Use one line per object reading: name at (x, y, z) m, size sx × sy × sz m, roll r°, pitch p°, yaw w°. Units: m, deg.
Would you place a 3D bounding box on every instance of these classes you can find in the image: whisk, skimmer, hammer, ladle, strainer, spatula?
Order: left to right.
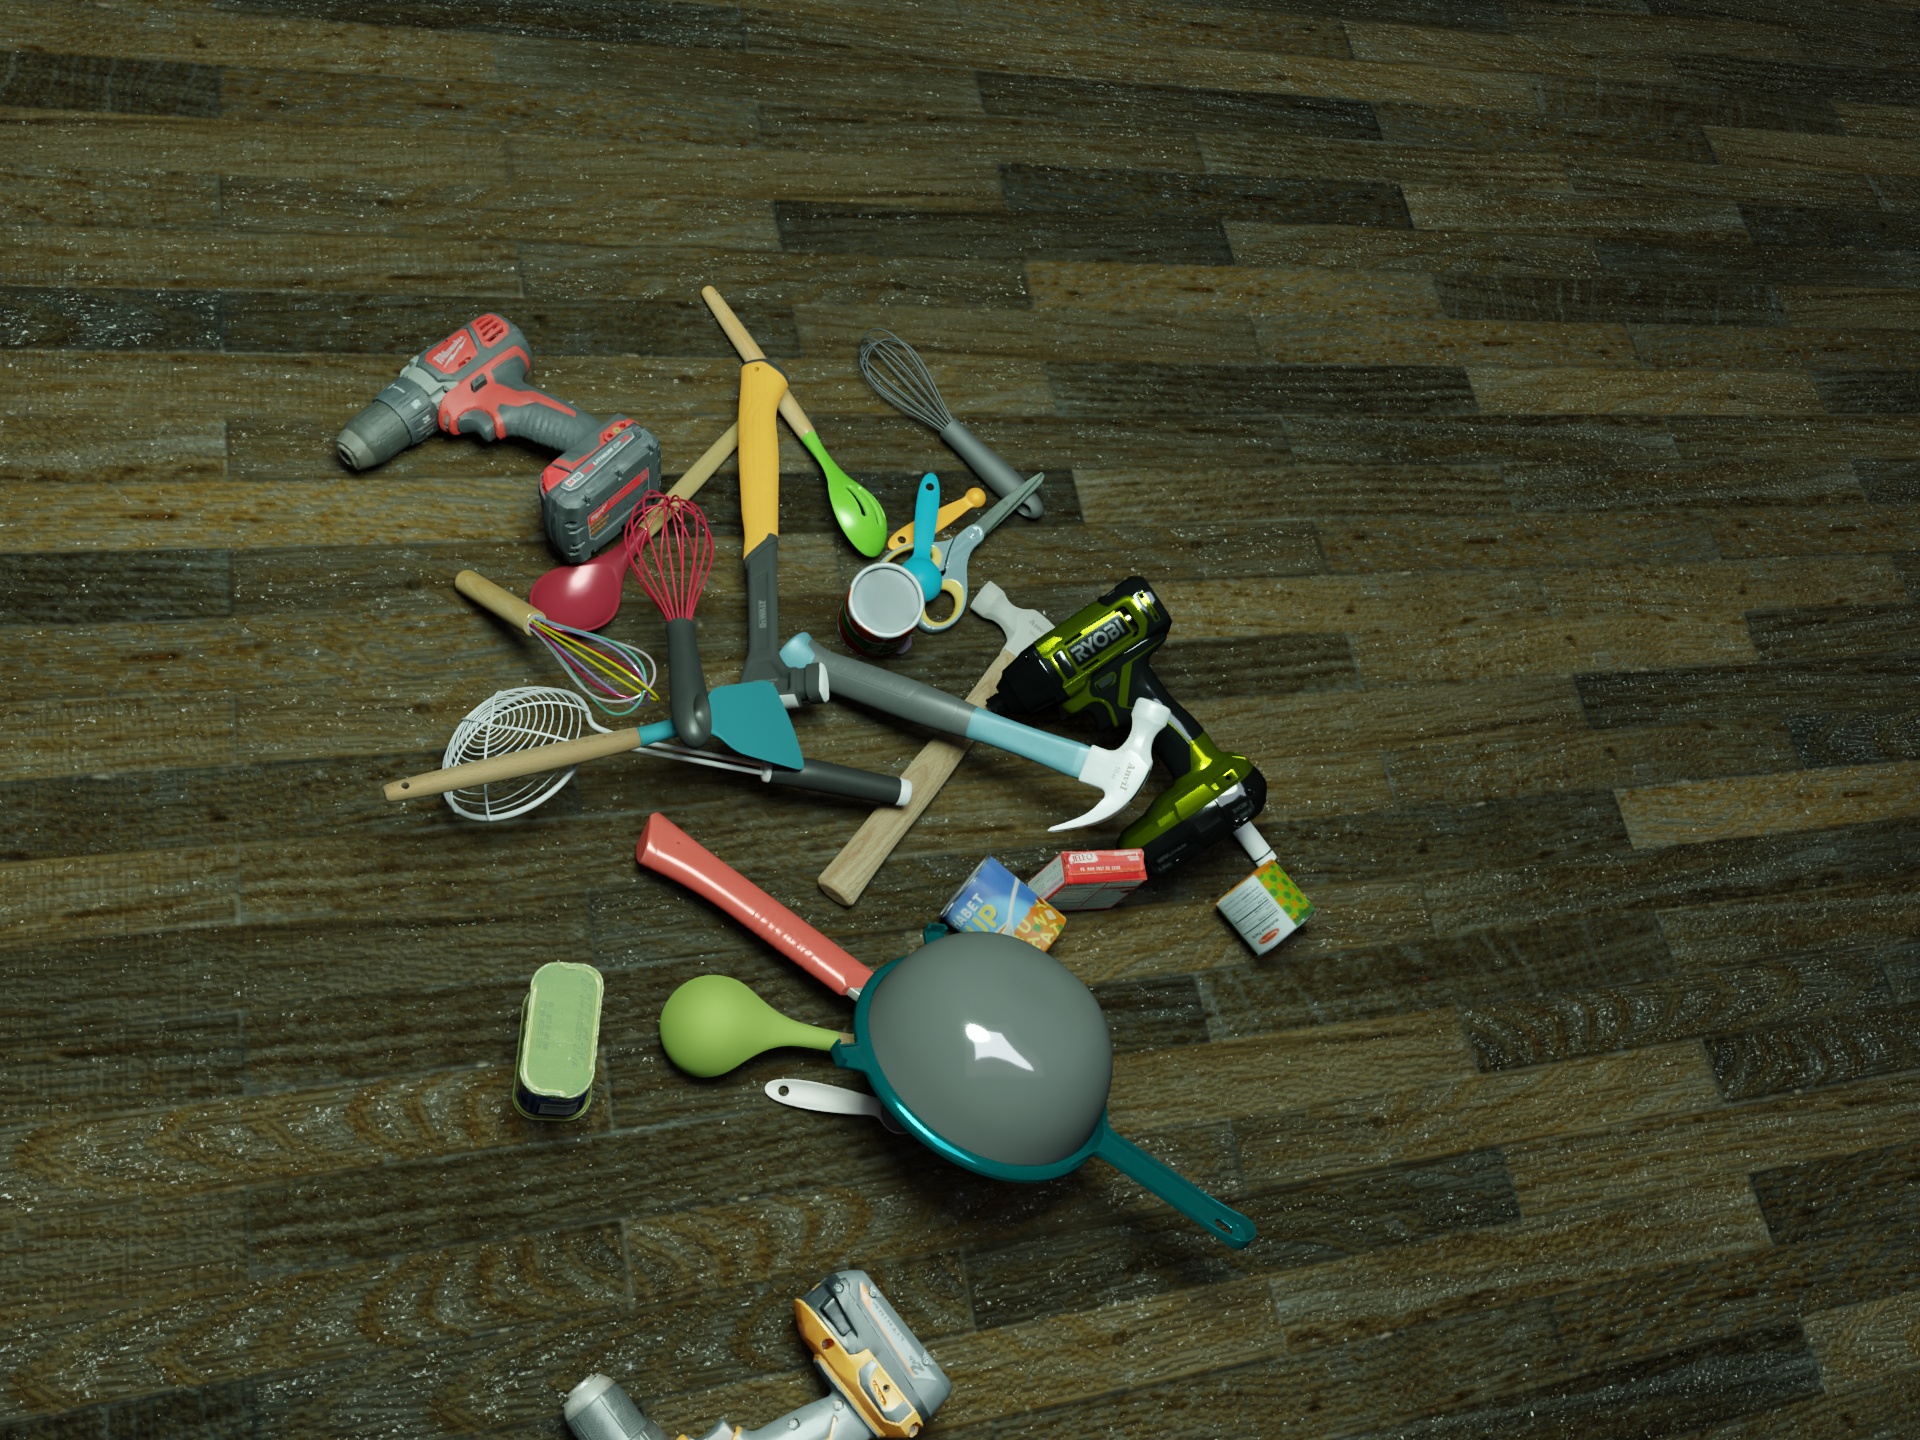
whisk at (-0.319, -0.065, 1.249) m, size 0.245 × 0.051 × 0.047 m, roll 28°, pitch 14°, yaw 33°
spatula at (-0.268, 0.025, 1.192) m, size 0.317 × 0.044 × 0.082 m, roll -13°, pitch 68°, yaw -26°
ladle at (-0.261, -0.181, 1.383) m, size 0.069 × 0.031 × 0.315 m, roll 34°, pitch 59°, yaw 4°
whisk at (-0.224, -0.086, 1.258) m, size 0.073 × 0.073 × 0.296 m, roll 1°, pitch 44°, yaw -18°
skimmer at (-0.222, 0.046, 1.273) m, size 0.363 × 0.090 × 0.127 m, roll 11°, pitch 45°, yaw -19°
hammer at (-0.180, -0.165, 1.370) m, size 0.127 × 0.034 × 0.337 m, roll -5°, pitch 67°, yaw 4°
hammer at (-0.101, 0.184, 1.246) m, size 0.359 × 0.036 × 0.149 m, roll 35°, pitch 31°, yaw 8°
ladle at (-0.076, 0.258, 1.245) m, size 0.320 × 0.062 × 0.078 m, roll 14°, pitch 63°, yaw -19°
hammer at (-0.012, 0.028, 1.367) m, size 0.130 × 0.031 × 0.331 m, roll 37°, pitch 62°, yaw 1°
whisk at (-0.009, -0.277, 1.496) m, size 0.239 × 0.055 × 0.055 m, roll 45°, pitch 61°, yaw 0°
hammer at (-0.002, -0.004, 1.321) m, size 0.331 × 0.033 × 0.128 m, roll 20°, pitch 88°, yaw 14°
strainer at (0.087, 0.262, 1.167) m, size 0.340 × 0.095 × 0.211 m, roll 33°, pitch 30°, yaw 7°
strainer at (0.208, 0.041, 1.427) m, size 0.258 × 0.050 × 0.087 m, roll 53°, pitch 19°, yaw 3°

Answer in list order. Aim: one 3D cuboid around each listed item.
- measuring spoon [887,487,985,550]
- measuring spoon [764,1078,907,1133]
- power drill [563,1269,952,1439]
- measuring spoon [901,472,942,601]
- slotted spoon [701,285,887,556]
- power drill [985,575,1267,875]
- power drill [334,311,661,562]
measuring spoon at (-0.021, -0.187, 1.471) m, size 0.117 × 0.011 × 0.021 m, roll -33°, pitch 80°, yaw -27°
measuring spoon at (-0.091, 0.296, 1.235) m, size 0.124 × 0.018 × 0.034 m, roll 11°, pitch 72°, yaw -5°
power drill at (-0.143, 0.478, 1.100) m, size 0.226 × 0.084 × 0.185 m, roll -37°, pitch 80°, yaw -23°
measuring spoon at (-0.032, -0.168, 1.425) m, size 0.042 × 0.021 × 0.129 m, roll 8°, pitch 70°, yaw -7°
slotted spoon at (-0.154, -0.280, 1.456) m, size 0.314 × 0.031 × 0.070 m, roll 56°, pitch 26°, yaw 15°
power drill at (0.142, 0.013, 1.354) m, size 0.171 × 0.080 × 0.223 m, roll -34°, pitch 93°, yaw 5°
power drill at (-0.384, -0.230, 1.327) m, size 0.227 × 0.080 × 0.188 m, roll 36°, pitch 60°, yaw 12°
